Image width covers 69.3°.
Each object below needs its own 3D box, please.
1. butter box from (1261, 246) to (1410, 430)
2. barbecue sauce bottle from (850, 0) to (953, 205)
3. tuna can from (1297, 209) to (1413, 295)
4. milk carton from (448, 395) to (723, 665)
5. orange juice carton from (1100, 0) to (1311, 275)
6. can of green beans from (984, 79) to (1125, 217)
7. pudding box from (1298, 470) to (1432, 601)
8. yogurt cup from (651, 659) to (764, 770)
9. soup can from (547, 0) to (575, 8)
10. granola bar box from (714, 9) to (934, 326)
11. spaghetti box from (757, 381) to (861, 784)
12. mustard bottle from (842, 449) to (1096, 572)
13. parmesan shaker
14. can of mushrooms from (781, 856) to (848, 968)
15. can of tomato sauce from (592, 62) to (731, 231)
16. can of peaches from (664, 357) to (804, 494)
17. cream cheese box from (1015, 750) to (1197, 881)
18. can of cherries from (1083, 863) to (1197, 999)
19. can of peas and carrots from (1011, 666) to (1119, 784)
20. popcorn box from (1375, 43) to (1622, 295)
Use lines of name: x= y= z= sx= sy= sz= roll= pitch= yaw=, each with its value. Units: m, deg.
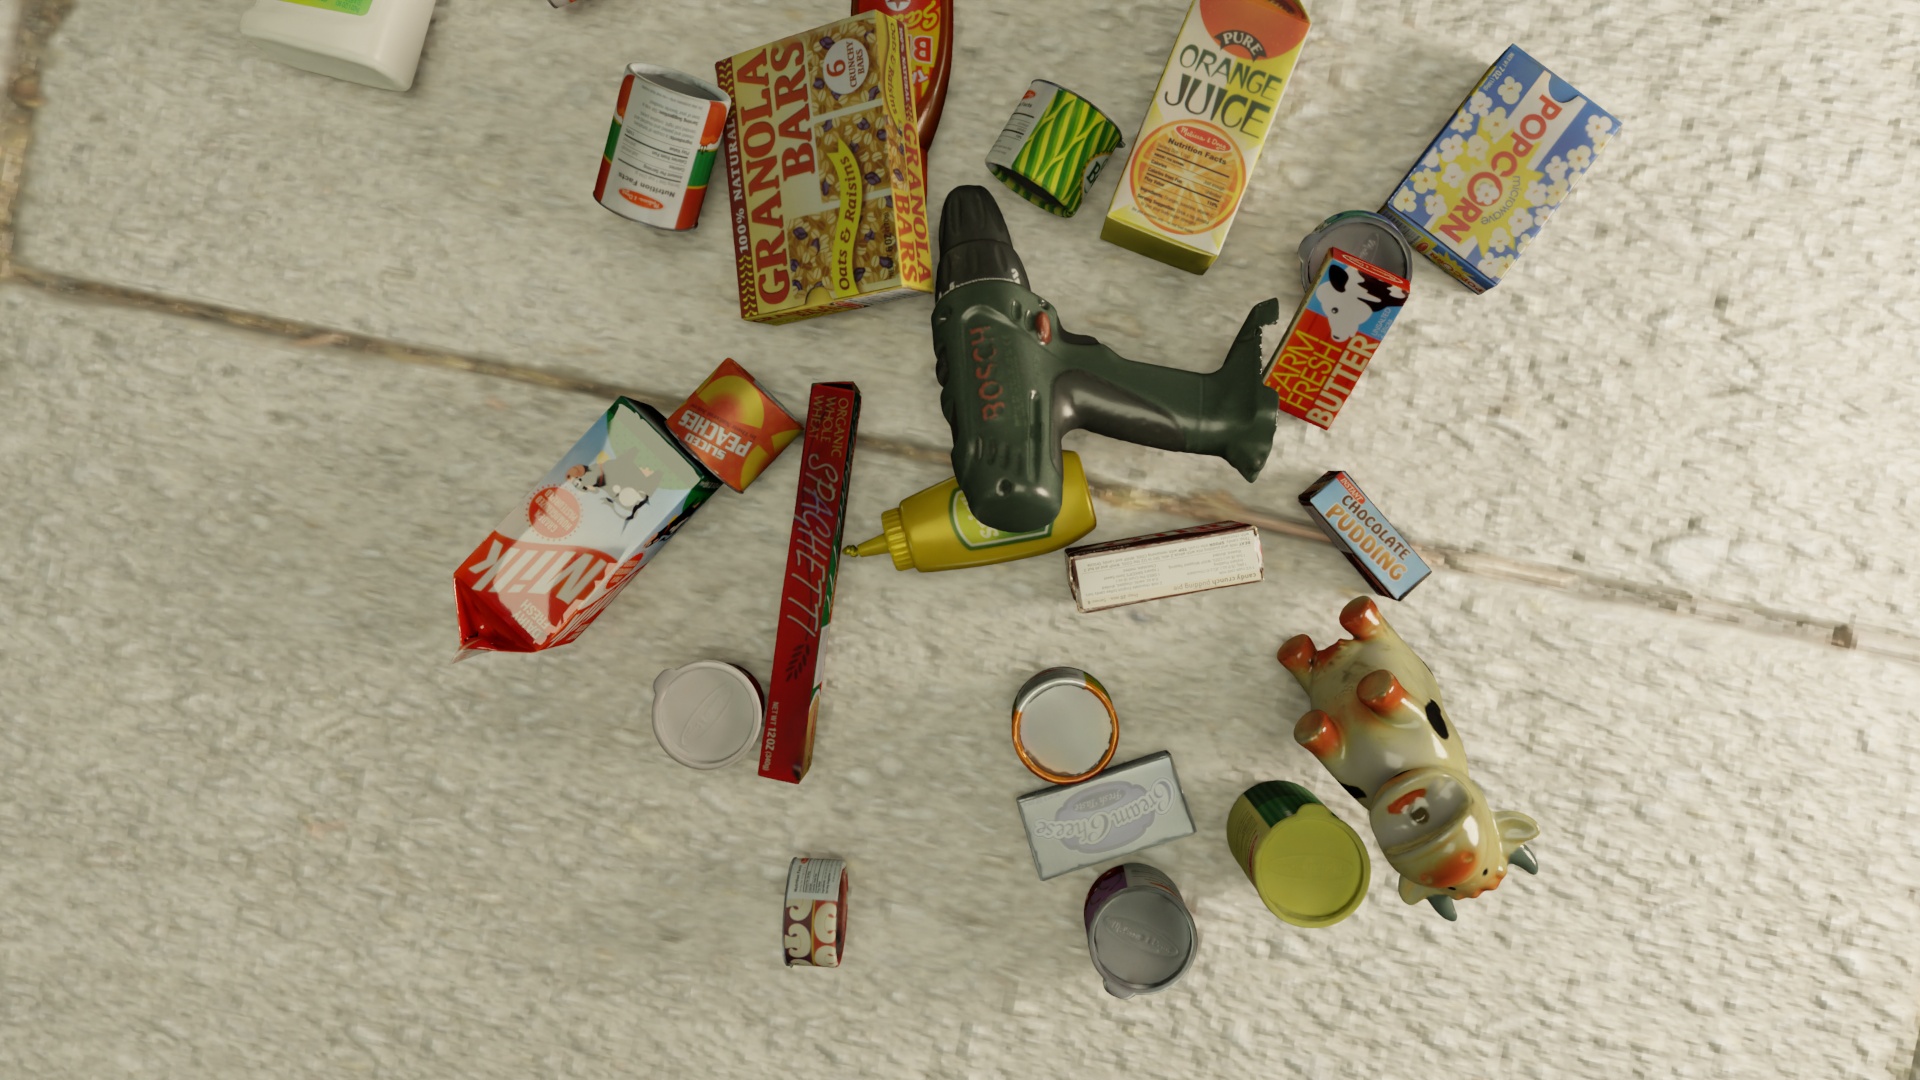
butter box: x=0.226 y=-0.122 z=0.850 sx=0.053 sy=0.024 sz=0.103 roll=24 pitch=124 yaw=1
barbecue sauce bottle: x=-0.038 y=-0.281 z=0.874 sx=0.065 sy=0.043 sz=0.148 roll=1 pitch=91 yaw=3
tuna can: x=0.242 y=-0.171 z=0.858 sx=0.071 sy=0.033 sz=0.070 roll=4 pitch=112 yaw=10
milk carton: x=-0.242 y=0.005 z=0.868 sx=0.073 sy=0.072 sz=0.190 roll=44 pitch=92 yaw=1
orange juice carton: x=0.155 y=-0.268 z=0.852 sx=0.073 sy=0.072 sz=0.192 roll=22 pitch=91 yaw=2
can of green beans: x=0.057 y=-0.241 z=0.859 sx=0.071 sy=0.071 sz=0.058 roll=32 pitch=92 yaw=2
pudding box: x=0.249 y=-0.003 z=0.861 sx=0.030 sy=0.049 sz=0.084 roll=-40 pitch=88 yaw=4
yogurt cup: x=-0.155 y=0.107 z=0.874 sx=0.072 sy=0.054 sz=0.072 roll=0 pitch=91 yaw=2
soup can: x=-0.230 y=-0.383 z=0.868 sx=0.084 sy=0.071 sz=0.071 roll=-21 pitch=90 yaw=2
granola bar box: x=-0.085 y=-0.225 z=0.852 sx=0.124 sy=0.039 sz=0.165 roll=-6 pitch=90 yaw=31
spaghetti box: x=-0.094 y=0.024 z=0.874 sx=0.029 sy=0.050 sz=0.250 roll=8 pitch=90 yaw=1
mustard bottle: x=0.003 y=-0.011 z=0.870 sx=0.160 sy=0.049 sz=0.065 roll=-16 pitch=85 yaw=2
parmesan shaker: x=0.201 y=0.183 z=0.836 sx=0.071 sy=0.103 sz=0.071 roll=0 pitch=91 yaw=2
can of mushrooms: x=-0.090 y=0.234 z=0.867 sx=0.033 sy=0.071 sz=0.071 roll=2 pitch=91 yaw=1
can of tomato sauce: x=-0.183 y=-0.243 z=0.856 sx=0.071 sy=0.071 sz=0.082 roll=23 pitch=115 yaw=2
can of peaches: x=-0.141 y=-0.072 z=0.865 sx=0.071 sy=0.071 sz=0.058 roll=44 pitch=91 yaw=1
cream cheese box: x=0.092 y=0.173 z=0.880 sx=0.104 sy=0.024 sz=0.053 roll=-18 pitch=90 yaw=2
can of cherries: x=0.109 y=0.242 z=0.863 sx=0.071 sy=0.058 sz=0.071 roll=0 pitch=91 yaw=1
can of peas and carrots: x=0.066 y=0.116 z=0.863 sx=0.071 sy=0.059 sz=0.071 roll=0 pitch=91 yaw=3
popcorn box: x=0.331 y=-0.228 z=0.863 sx=0.085 sy=0.038 sz=0.126 roll=38 pitch=92 yaw=3
